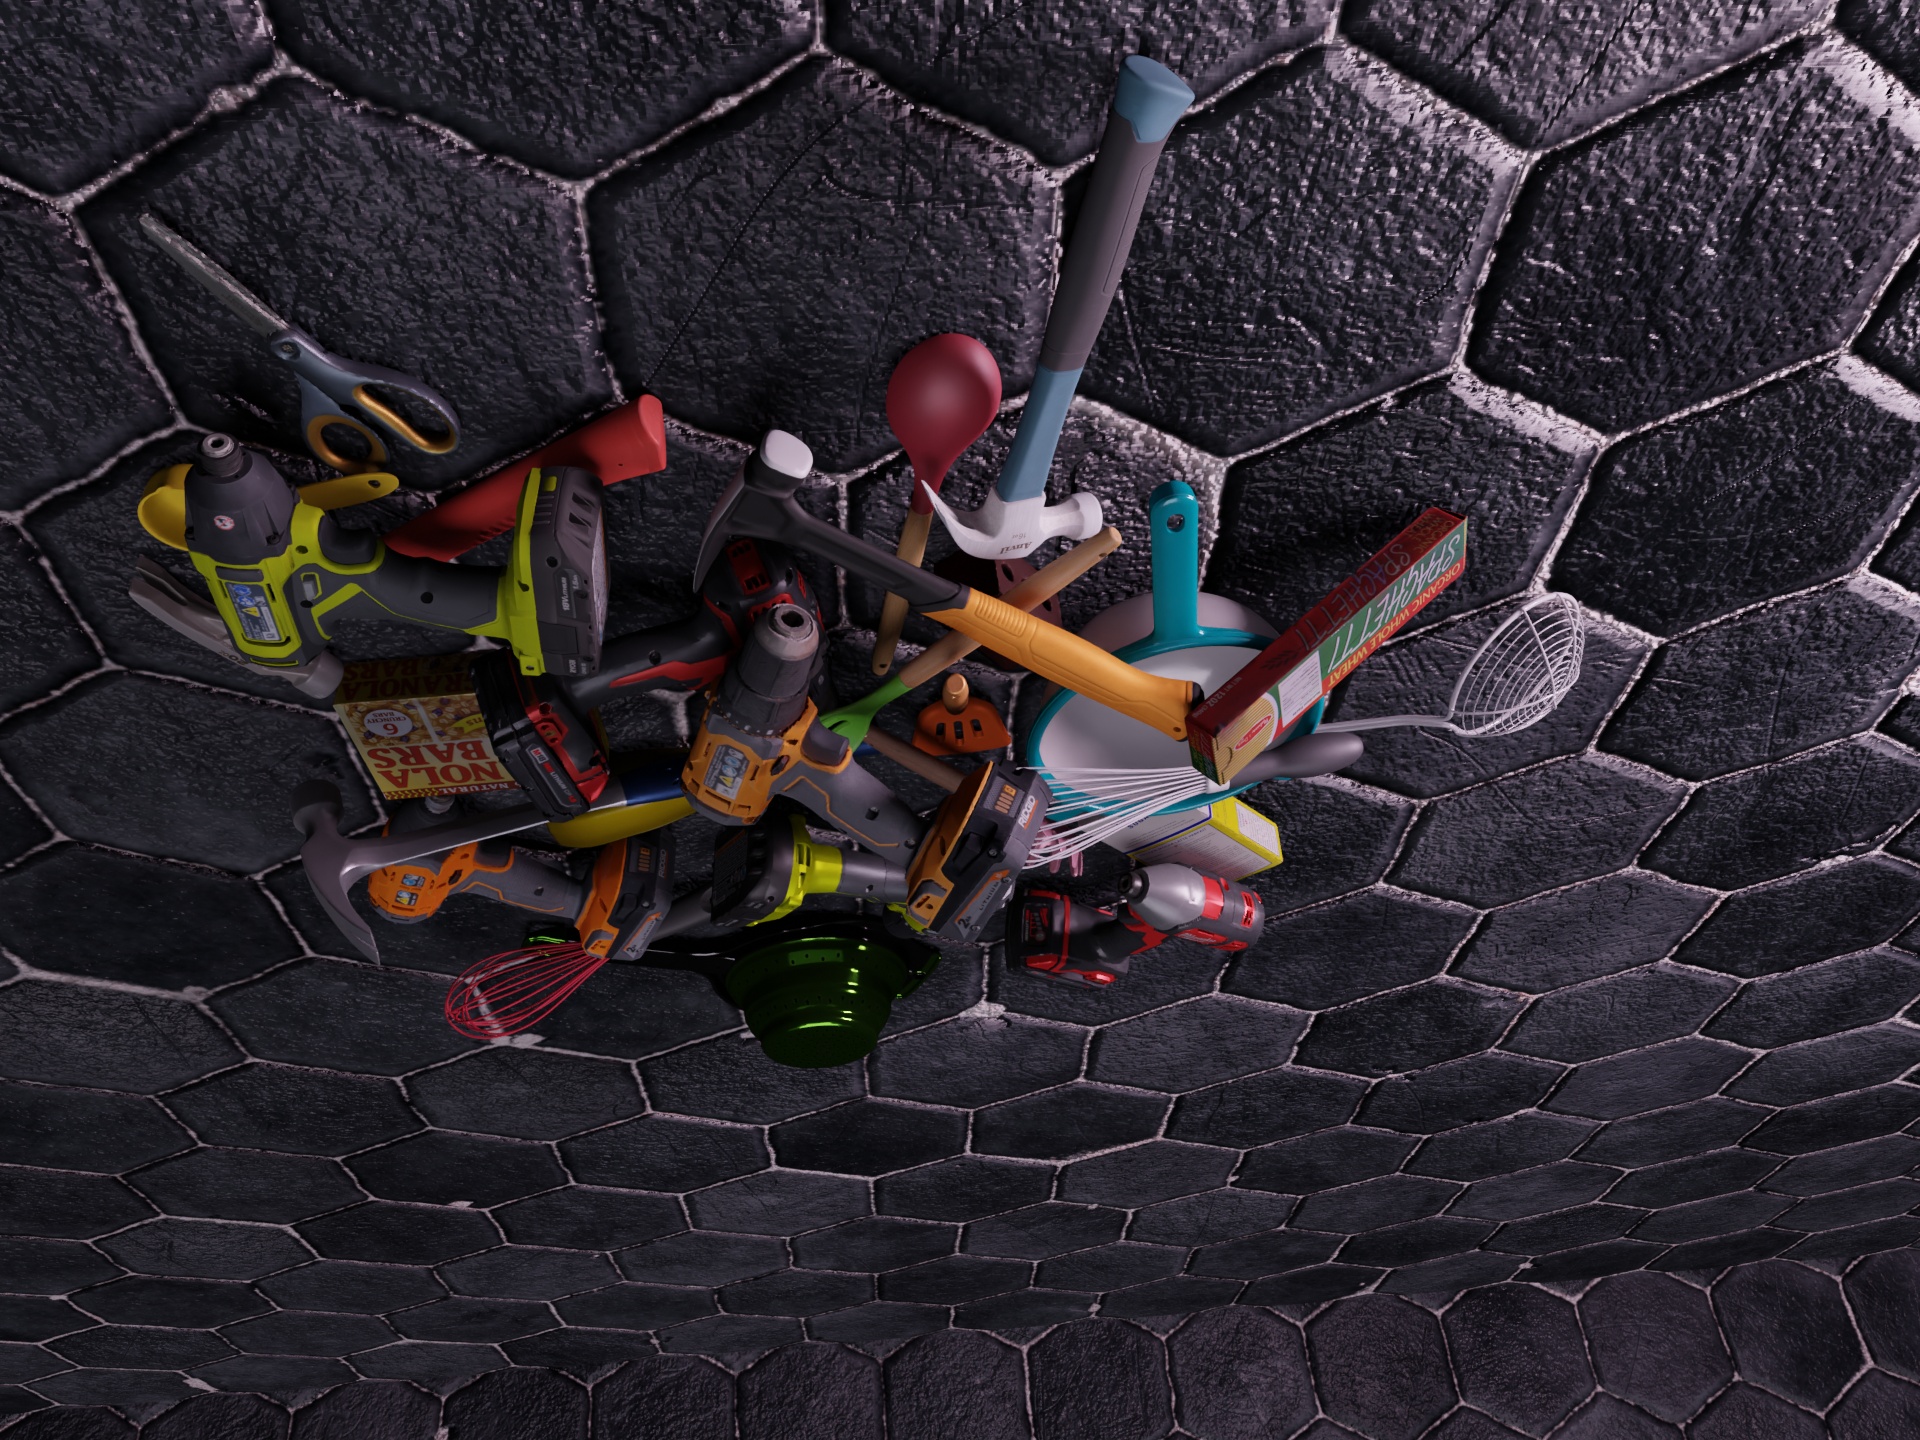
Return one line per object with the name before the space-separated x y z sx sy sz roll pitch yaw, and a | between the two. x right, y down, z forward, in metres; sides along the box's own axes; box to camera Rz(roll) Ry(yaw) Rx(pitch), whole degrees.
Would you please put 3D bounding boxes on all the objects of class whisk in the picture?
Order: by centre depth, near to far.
whisk | 0.145 0.044 1.109 0.284 0.070 0.070 -12 146 -7
whisk | -0.320 0.203 1.398 0.296 0.073 0.073 -24 144 3

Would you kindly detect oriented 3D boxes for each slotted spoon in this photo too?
slotted spoon | -0.016 -0.040 1.053 0.313 0.031 0.070 -33 154 31

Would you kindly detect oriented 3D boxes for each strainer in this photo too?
strainer | 0.137 -0.063 1.083 0.211 0.095 0.340 -10 143 0

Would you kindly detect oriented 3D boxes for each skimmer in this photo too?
skimmer | 0.290 -0.021 1.223 0.363 0.090 0.127 -8 150 21

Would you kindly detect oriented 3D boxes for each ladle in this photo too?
ladle | -0.031 -0.123 1.028 0.069 0.031 0.315 -1 147 -13

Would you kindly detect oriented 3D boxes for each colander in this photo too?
colander | -0.211 0.258 1.491 0.397 0.095 0.204 10 143 -22

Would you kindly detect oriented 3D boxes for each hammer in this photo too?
hammer | 0.061 -0.212 0.886 0.128 0.033 0.330 -15 147 -26
hammer | -0.334 -0.116 0.979 0.359 0.037 0.149 -22 143 23
hammer | 0.004 -0.061 0.981 0.336 0.034 0.127 24 140 -18
hammer | -0.247 0.057 1.117 0.405 0.144 0.035 -14 141 -21

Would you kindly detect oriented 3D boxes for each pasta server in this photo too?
pasta server | 0.011 0.065 1.263 0.060 0.040 0.316 7 165 36

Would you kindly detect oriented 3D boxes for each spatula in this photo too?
spatula | -0.002 -0.004 1.109 0.081 0.041 0.322 -6 177 0

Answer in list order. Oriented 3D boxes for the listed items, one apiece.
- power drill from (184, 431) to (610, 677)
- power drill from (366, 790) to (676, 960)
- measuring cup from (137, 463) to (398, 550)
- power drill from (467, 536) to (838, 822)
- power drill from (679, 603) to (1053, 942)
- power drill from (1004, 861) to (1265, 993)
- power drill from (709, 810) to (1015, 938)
power drill | -0.321 -0.093 0.917 0.223 0.080 0.171 3 145 -7
power drill | -0.349 0.116 1.279 0.226 0.084 0.164 14 141 -20
measuring cup | -0.408 -0.137 0.944 0.156 0.029 0.062 -10 146 4
power drill | -0.193 -0.018 1.076 0.226 0.080 0.187 -25 148 -5
power drill | -0.059 0.031 1.008 0.226 0.084 0.185 27 137 -1
power drill | 0.142 0.176 1.397 0.143 0.079 0.219 20 152 -32
power drill | -0.091 0.141 1.347 0.228 0.080 0.190 9 158 -24
